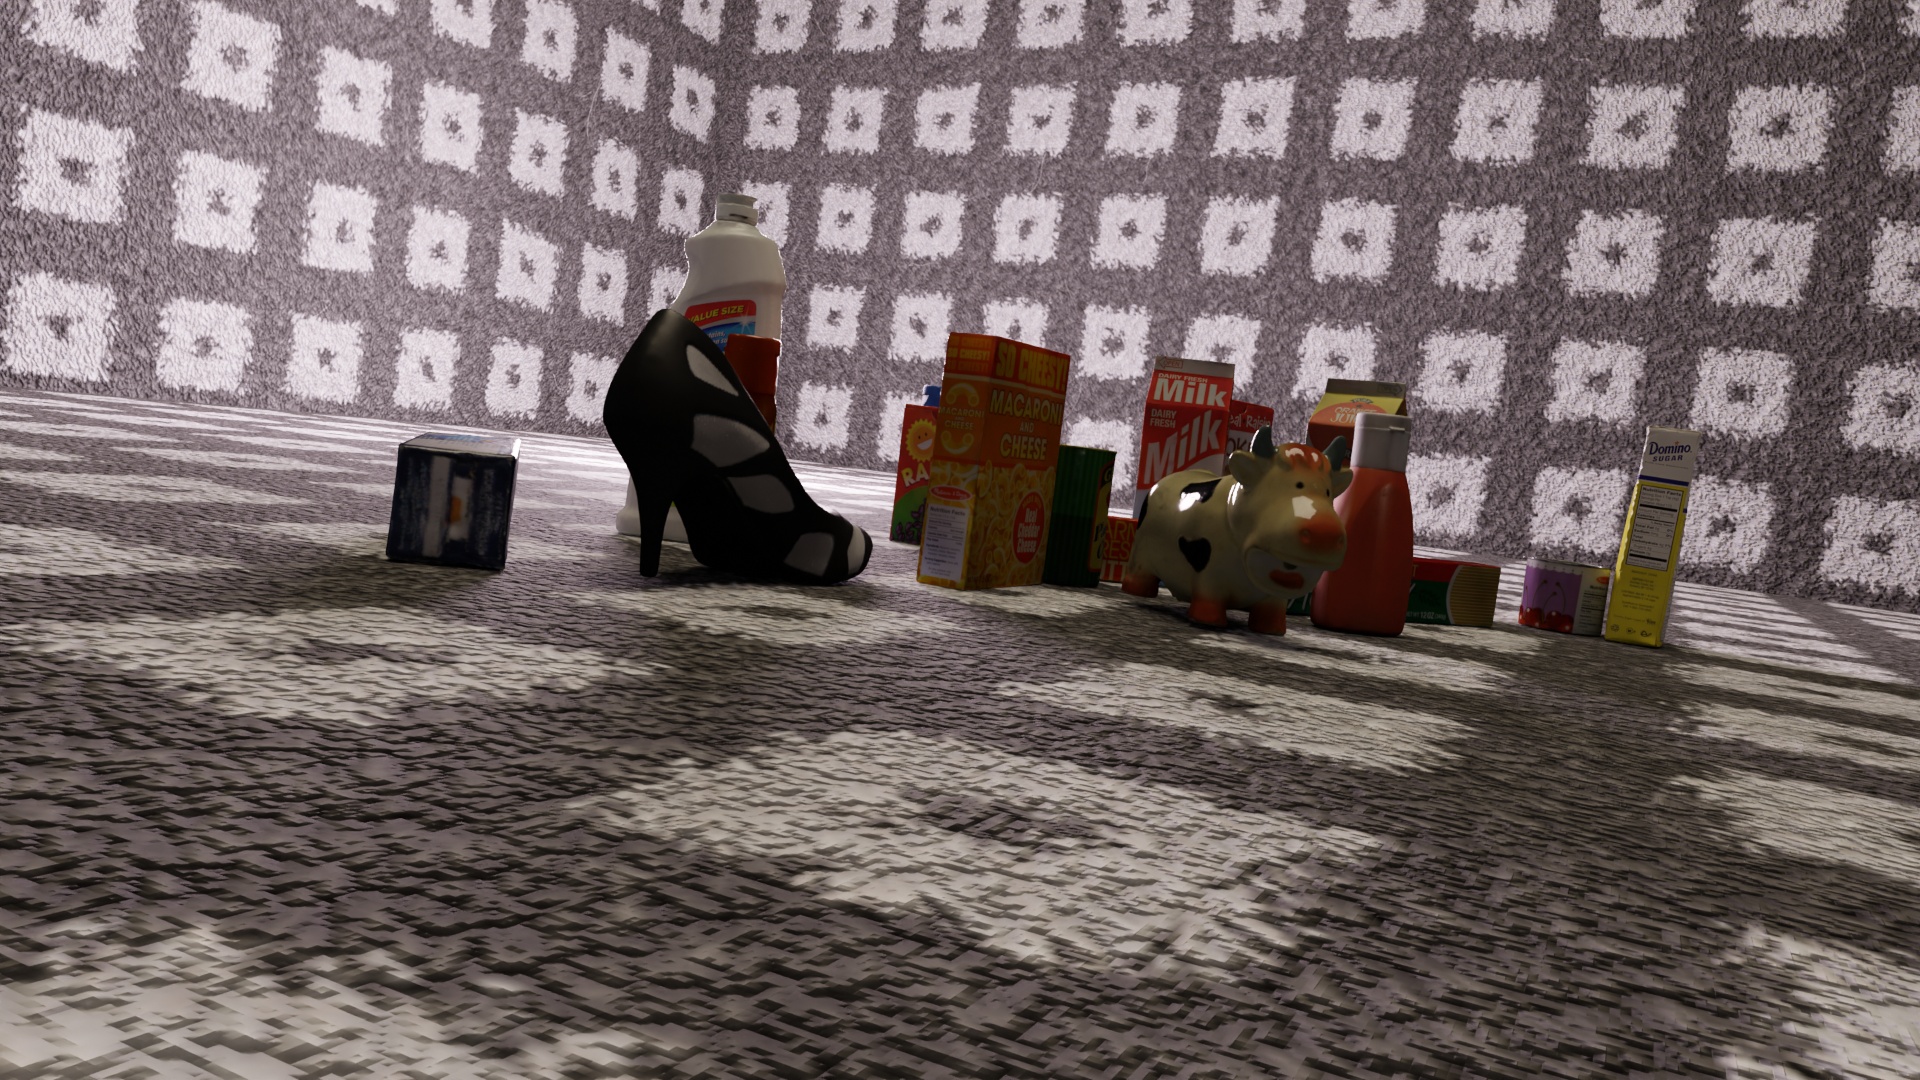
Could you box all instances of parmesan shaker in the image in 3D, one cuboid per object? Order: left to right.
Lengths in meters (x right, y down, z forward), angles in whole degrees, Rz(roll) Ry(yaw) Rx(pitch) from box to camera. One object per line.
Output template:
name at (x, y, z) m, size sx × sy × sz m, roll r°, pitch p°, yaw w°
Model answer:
parmesan shaker at (0.078, -0.020, 1.044) m, size 0.071 × 0.103 × 0.071 m, roll 7°, pitch 4°, yaw 0°

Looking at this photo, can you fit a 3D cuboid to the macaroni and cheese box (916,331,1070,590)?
macaroni and cheese box at (0.024, -0.053, 0.953) m, size 0.040 × 0.166 × 0.124 m, roll 9°, pitch 4°, yaw 27°

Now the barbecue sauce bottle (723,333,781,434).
barbecue sauce bottle at (-0.148, -0.064, 0.938) m, size 0.044 × 0.148 × 0.065 m, roll 7°, pitch 3°, yaw 0°

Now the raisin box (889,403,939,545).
raisin box at (-0.013, -0.055, 1.226) m, size 0.086 × 0.123 × 0.040 m, roll 9°, pitch 4°, yaw 33°

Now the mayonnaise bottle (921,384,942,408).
mayonnaise bottle at (-0.029, -0.082, 1.406) m, size 0.041 × 0.148 × 0.065 m, roll 6°, pitch 4°, yaw -22°

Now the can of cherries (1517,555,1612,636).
can of cherries at (0.504, 0.046, 1.166) m, size 0.071 × 0.058 × 0.071 m, roll 7°, pitch 4°, yaw 0°

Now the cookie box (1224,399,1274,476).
cookie box at (0.246, -0.053, 1.343) m, size 0.040 × 0.167 × 0.123 m, roll 10°, pitch 5°, yaw 44°

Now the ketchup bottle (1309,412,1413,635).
ketchup bottle at (0.278, -0.011, 0.942) m, size 0.065 × 0.148 × 0.043 m, roll 6°, pitch 3°, yaw -15°

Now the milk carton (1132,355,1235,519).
milk carton at (0.191, -0.061, 1.198) m, size 0.072 × 0.190 × 0.073 m, roll 8°, pitch 3°, yaw 11°

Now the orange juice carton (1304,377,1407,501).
orange juice carton at (0.343, -0.045, 1.218) m, size 0.072 × 0.192 × 0.073 m, roll 9°, pitch 4°, yaw 32°

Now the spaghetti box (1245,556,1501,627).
spaghetti box at (0.309, 0.034, 1.053) m, size 0.250 × 0.050 × 0.028 m, roll 5°, pitch 4°, yaw -27°

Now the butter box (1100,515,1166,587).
butter box at (0.139, 0.008, 1.103) m, size 0.103 × 0.053 × 0.024 m, roll 6°, pitch 4°, yaw -14°
